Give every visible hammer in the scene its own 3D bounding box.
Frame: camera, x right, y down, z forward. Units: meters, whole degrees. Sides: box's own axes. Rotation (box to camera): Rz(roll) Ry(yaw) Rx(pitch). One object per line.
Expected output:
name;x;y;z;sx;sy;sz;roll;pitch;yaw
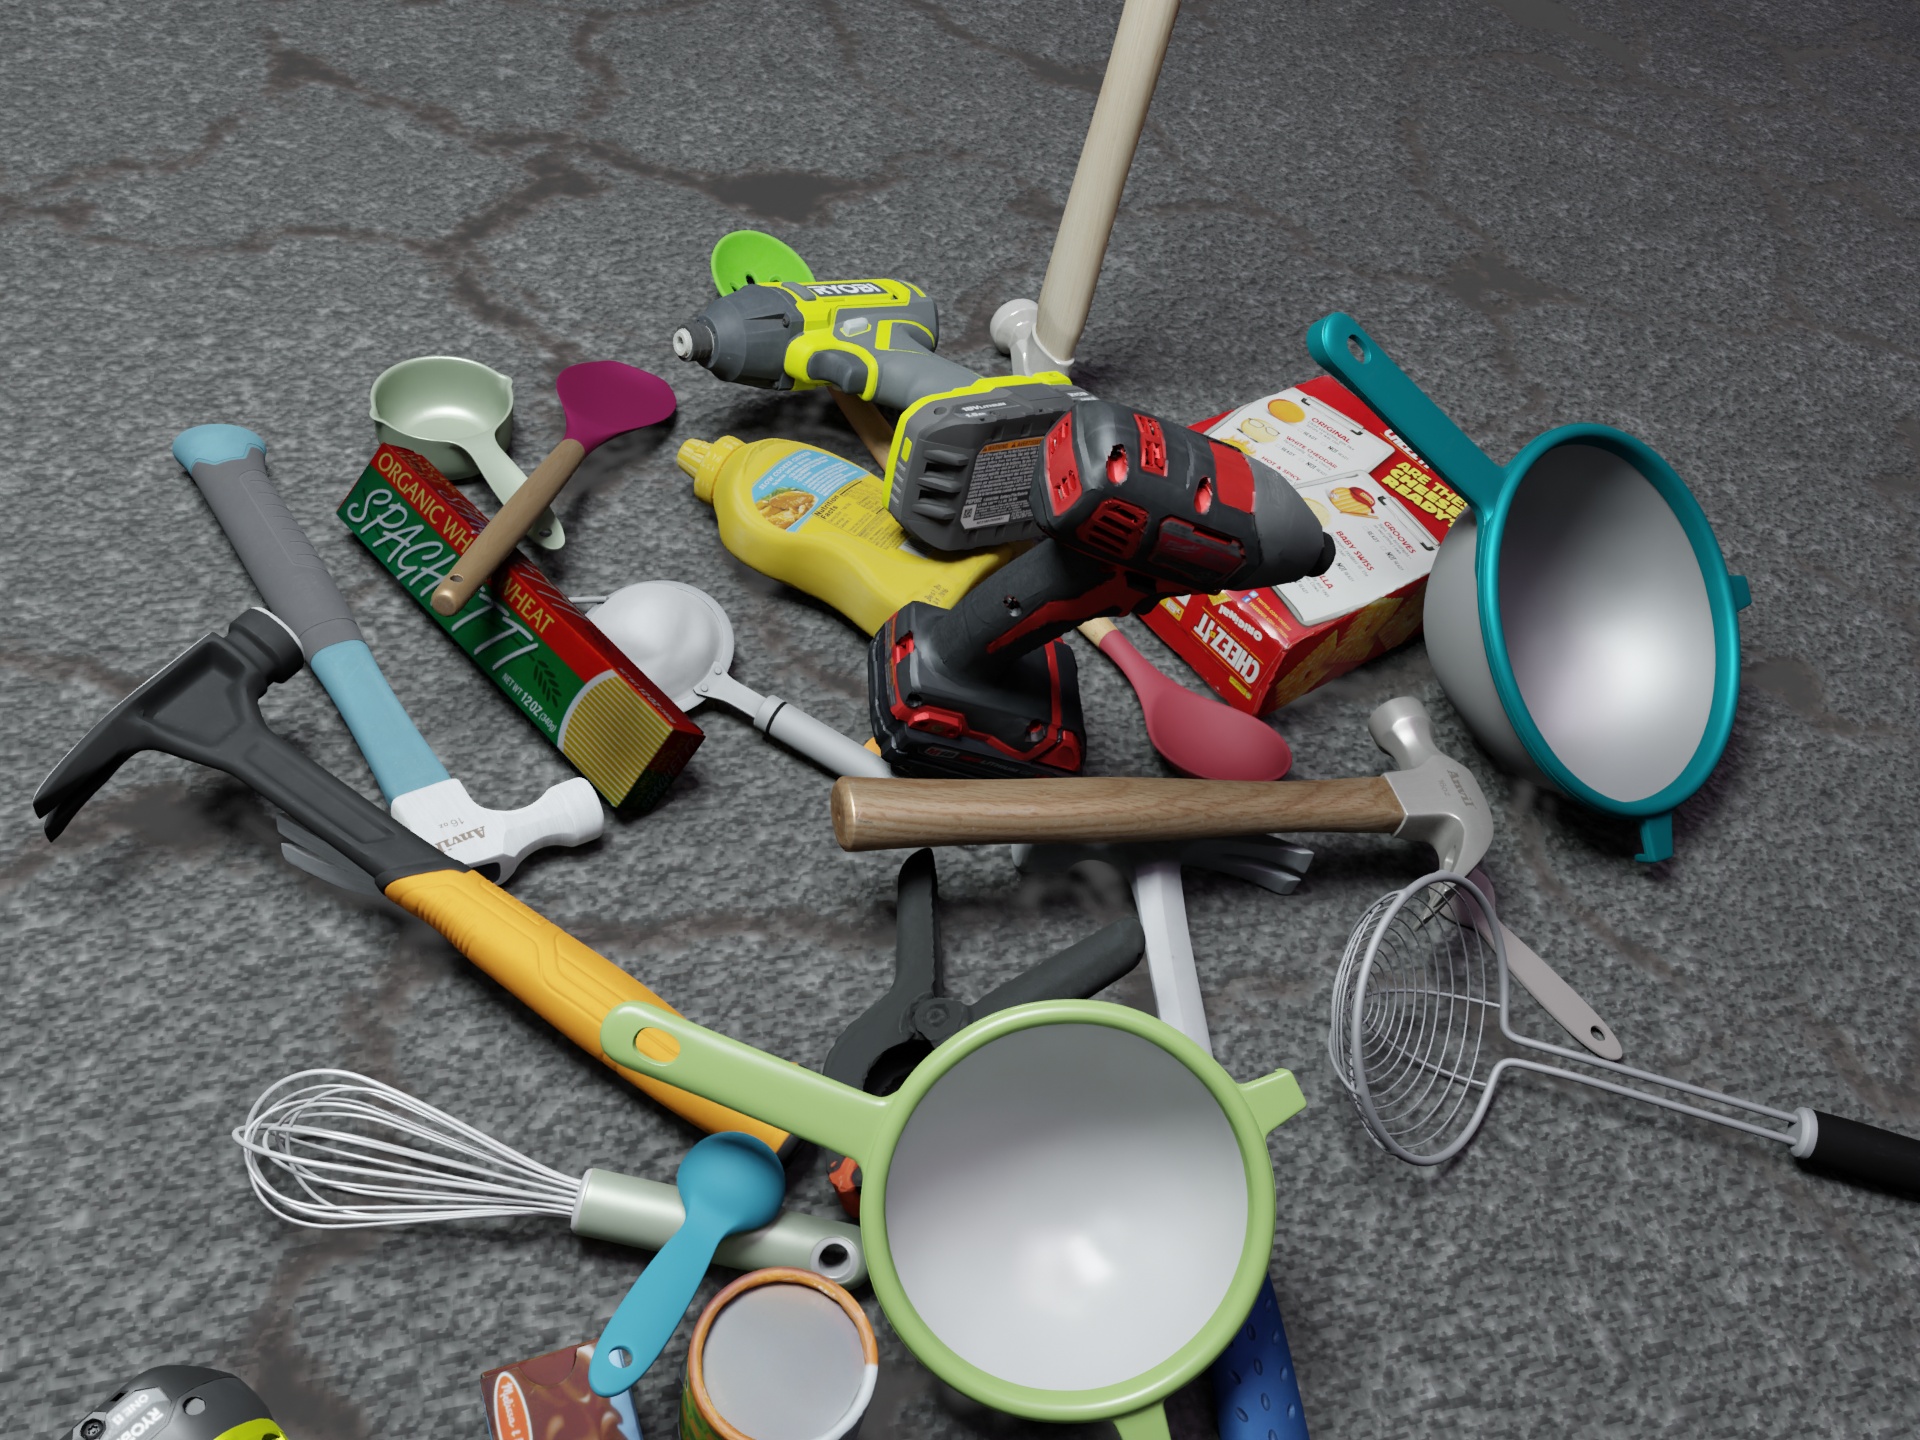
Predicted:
hammer;0.103;0.043;0.744;0.331;0.031;0.130;0;45;-19
hammer;0.094;-0.338;0.888;0.038;0.410;0.146;-7;51;-20
hammer;-0.207;0.084;0.654;0.337;0.034;0.127;33;53;5
hammer;0.112;0.199;0.657;0.144;0.035;0.406;4;47;-10
hammer;-0.308;-0.040;0.778;0.128;0.033;0.331;-22;56;-31

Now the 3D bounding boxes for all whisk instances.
whisk;-0.152;0.181;0.606;0.246;0.059;0.058;14;83;-6

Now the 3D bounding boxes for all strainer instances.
strainer;0.277;-0.085;0.847;0.340;0.095;0.211;38;65;-21
strainer;-0.101;-0.009;0.796;0.258;0.050;0.087;29;64;9
strainer;-0.011;0.158;0.601;0.256;0.069;0.151;22;87;0

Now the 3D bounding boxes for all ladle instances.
ladle;0.067;-0.062;0.894;0.069;0.031;0.316;-19;53;-34

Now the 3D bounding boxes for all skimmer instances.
skimmer;0.332;0.167;0.702;0.363;0.090;0.127;16;76;-2

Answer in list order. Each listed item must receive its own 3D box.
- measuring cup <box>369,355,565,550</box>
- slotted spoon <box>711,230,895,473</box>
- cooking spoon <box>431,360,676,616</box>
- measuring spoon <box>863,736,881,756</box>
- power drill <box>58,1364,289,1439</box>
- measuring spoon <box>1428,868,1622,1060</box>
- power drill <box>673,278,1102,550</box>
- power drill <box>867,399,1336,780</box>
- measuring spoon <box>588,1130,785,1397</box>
measuring cup;-0.263;-0.137;0.876;0.083;0.038;0.168;-25;61;-32
slotted spoon;-0.072;-0.203;0.990;0.070;0.031;0.314;-16;55;-29
cooking spoon;-0.216;-0.134;0.850;0.068;0.017;0.319;20;31;-5
measuring spoon;-0.001;-0.003;0.831;0.117;0.011;0.021;-22;56;-30
power drill;-0.205;0.318;0.443;0.228;0.080;0.190;36;50;15
measuring spoon;0.282;0.116;0.786;0.034;0.018;0.124;-21;57;-30
power drill;-0.040;-0.183;0.889;0.171;0.080;0.223;-16;42;-39
power drill;0.060;-0.051;0.732;0.143;0.219;0.079;14;54;-28
measuring spoon;-0.096;0.186;0.565;0.042;0.021;0.129;25;27;6
